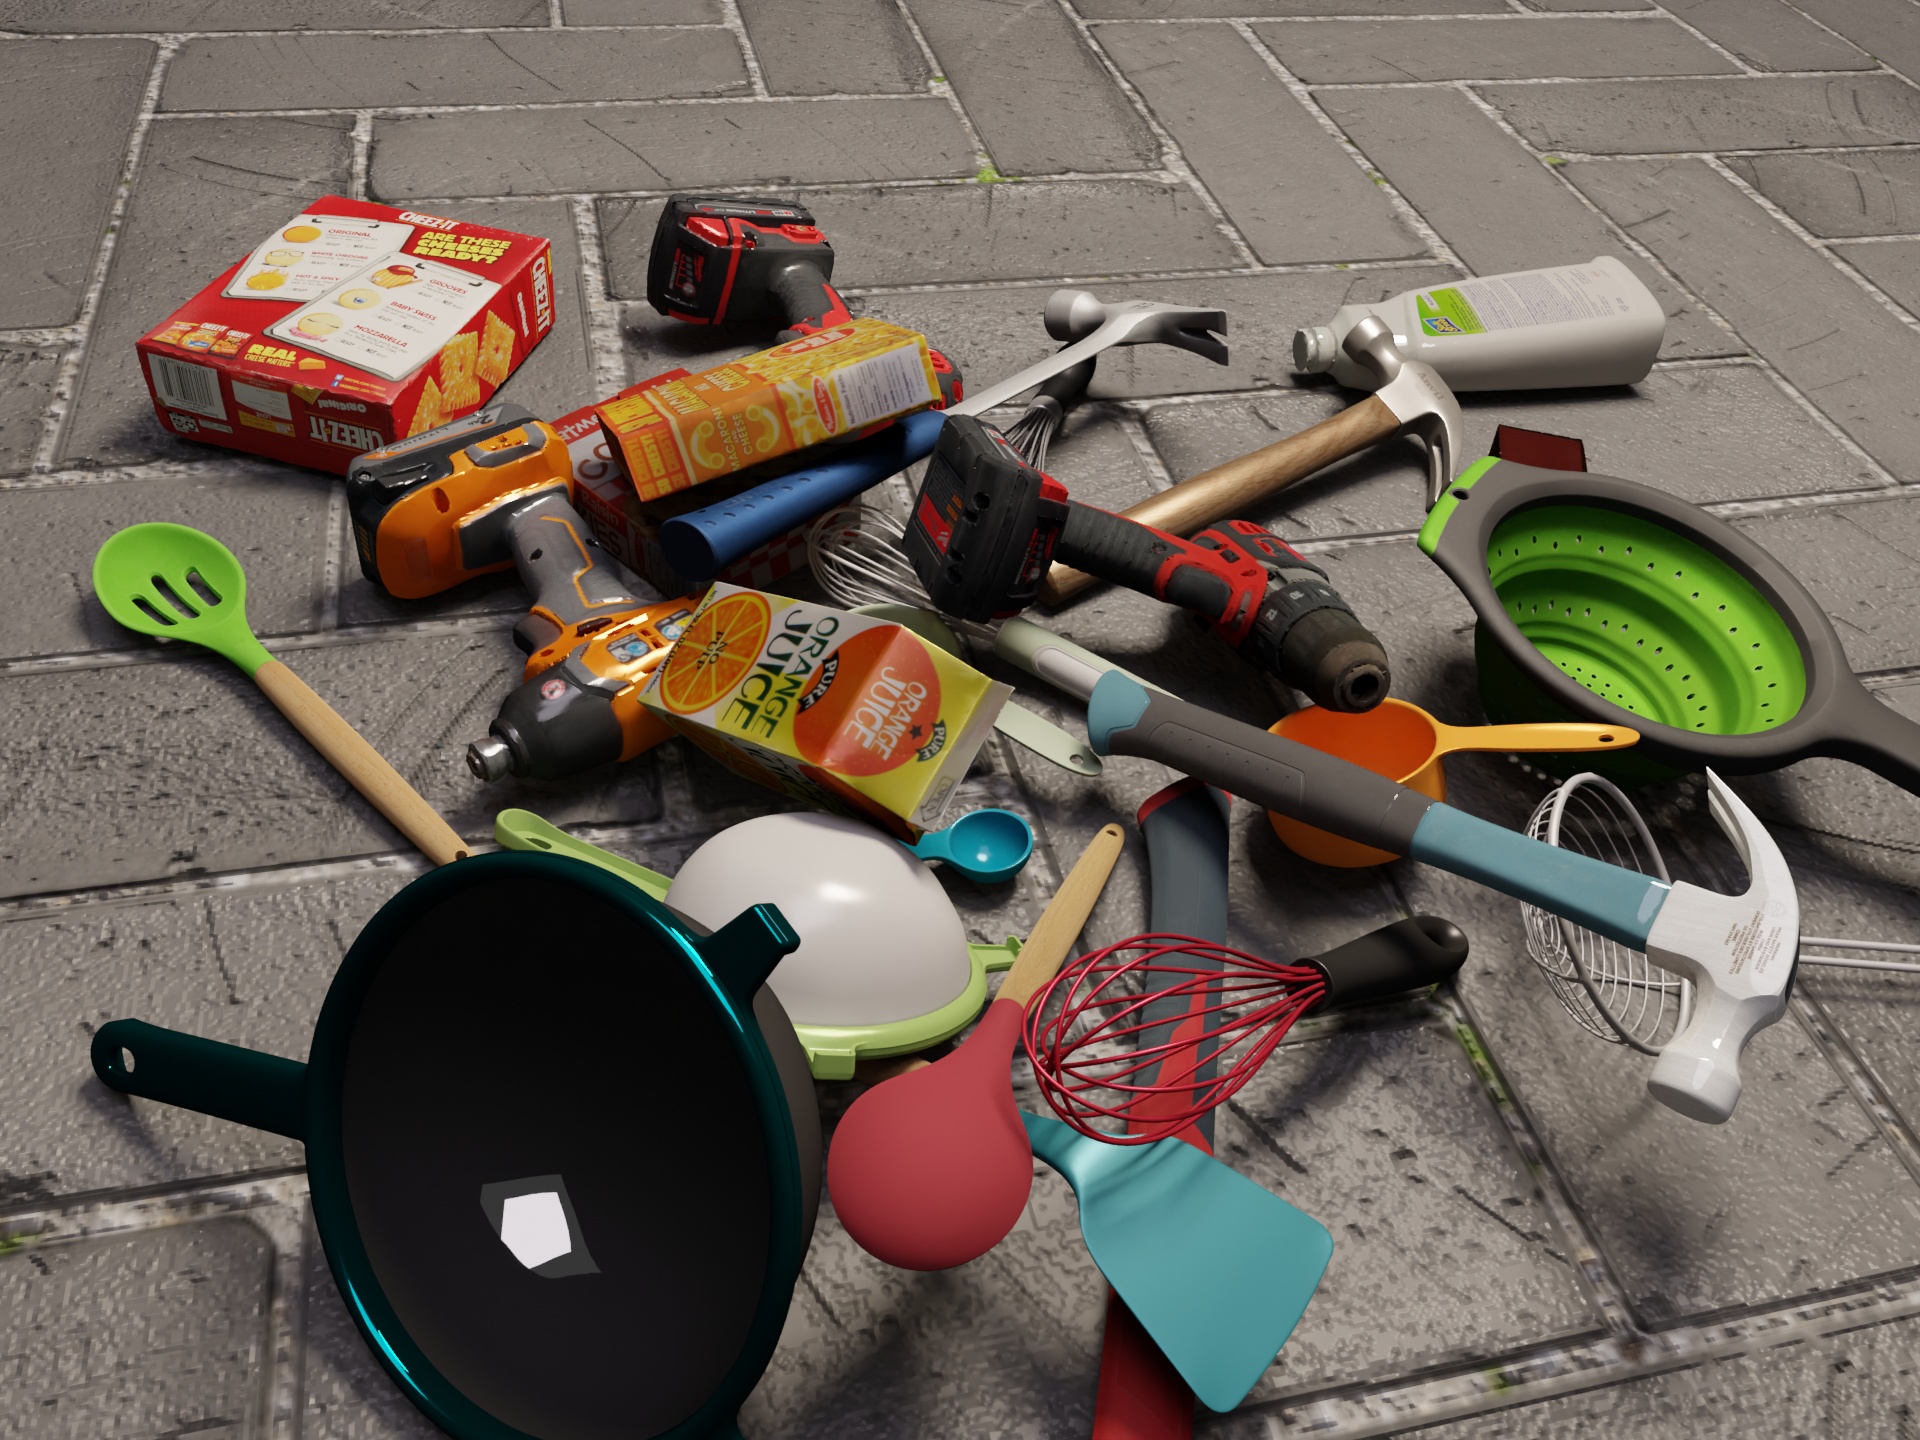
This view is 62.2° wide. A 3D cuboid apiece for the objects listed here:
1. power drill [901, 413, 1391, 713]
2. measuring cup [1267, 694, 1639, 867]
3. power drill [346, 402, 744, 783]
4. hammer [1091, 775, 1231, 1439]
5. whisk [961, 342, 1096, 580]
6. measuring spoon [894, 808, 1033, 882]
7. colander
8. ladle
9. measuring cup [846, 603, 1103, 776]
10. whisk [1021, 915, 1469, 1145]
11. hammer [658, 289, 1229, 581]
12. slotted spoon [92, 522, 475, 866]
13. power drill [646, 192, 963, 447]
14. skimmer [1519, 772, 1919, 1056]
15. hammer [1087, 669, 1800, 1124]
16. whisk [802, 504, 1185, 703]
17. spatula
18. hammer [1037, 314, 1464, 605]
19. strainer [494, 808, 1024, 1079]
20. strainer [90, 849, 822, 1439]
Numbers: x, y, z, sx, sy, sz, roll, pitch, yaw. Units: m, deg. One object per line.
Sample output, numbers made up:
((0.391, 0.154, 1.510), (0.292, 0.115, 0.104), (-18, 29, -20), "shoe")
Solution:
((0.097, -0.072, 0.807), (0.226, 0.080, 0.188), (14, 20, -19), "power drill")
((0.231, 0.030, 0.761), (0.173, 0.052, 0.095), (-3, 31, 19), "measuring cup")
((-0.224, -0.062, 0.824), (0.164, 0.084, 0.227), (-31, 59, -32), "power drill")
((0.101, 0.170, 0.646), (0.143, 0.038, 0.387), (11, 44, 4), "hammer")
((0.043, -0.176, 0.987), (0.070, 0.070, 0.285), (16, 40, 10), "whisk")
((-0.029, 0.068, 0.758), (0.128, 0.021, 0.042), (-7, 41, 0), "measuring spoon")
((0.406, 0.012, 0.810), (0.397, 0.094, 0.204), (33, 49, 15), "colander")
((0.028, 0.107, 0.642), (0.069, 0.031, 0.315), (22, 25, 10), "ladle")
((-0.001, -0.003, 0.816), (0.168, 0.038, 0.083), (29, 48, 20), "measuring cup")
((0.130, 0.109, 0.640), (0.295, 0.073, 0.073), (-4, 39, -46), "whisk")
((-0.001, -0.173, 0.906), (0.144, 0.035, 0.405), (17, 38, 38), "hammer")
((-0.334, -0.009, 0.795), (0.314, 0.031, 0.070), (36, 52, 26), "slotted spoon")
((-0.109, -0.251, 1.021), (0.143, 0.078, 0.220), (-11, 47, -37), "power drill")
((0.423, 0.098, 0.717), (0.363, 0.090, 0.127), (5, 63, -3), "skimmer")
((0.188, 0.044, 0.688), (0.331, 0.033, 0.128), (23, 71, 37), "hammer")
((0.017, -0.050, 0.862), (0.246, 0.057, 0.059), (29, 18, 17), "whisk")
((-0.013, 0.152, 0.625), (0.318, 0.044, 0.082), (19, 46, 34), "spatula")
((0.179, -0.146, 0.972), (0.331, 0.031, 0.130), (-27, 70, -24), "hammer")
((-0.104, 0.062, 0.686), (0.256, 0.069, 0.151), (18, 19, 27), "strainer")
((-0.181, 0.143, 0.596), (0.340, 0.211, 0.095), (4, 4, 28), "strainer")
